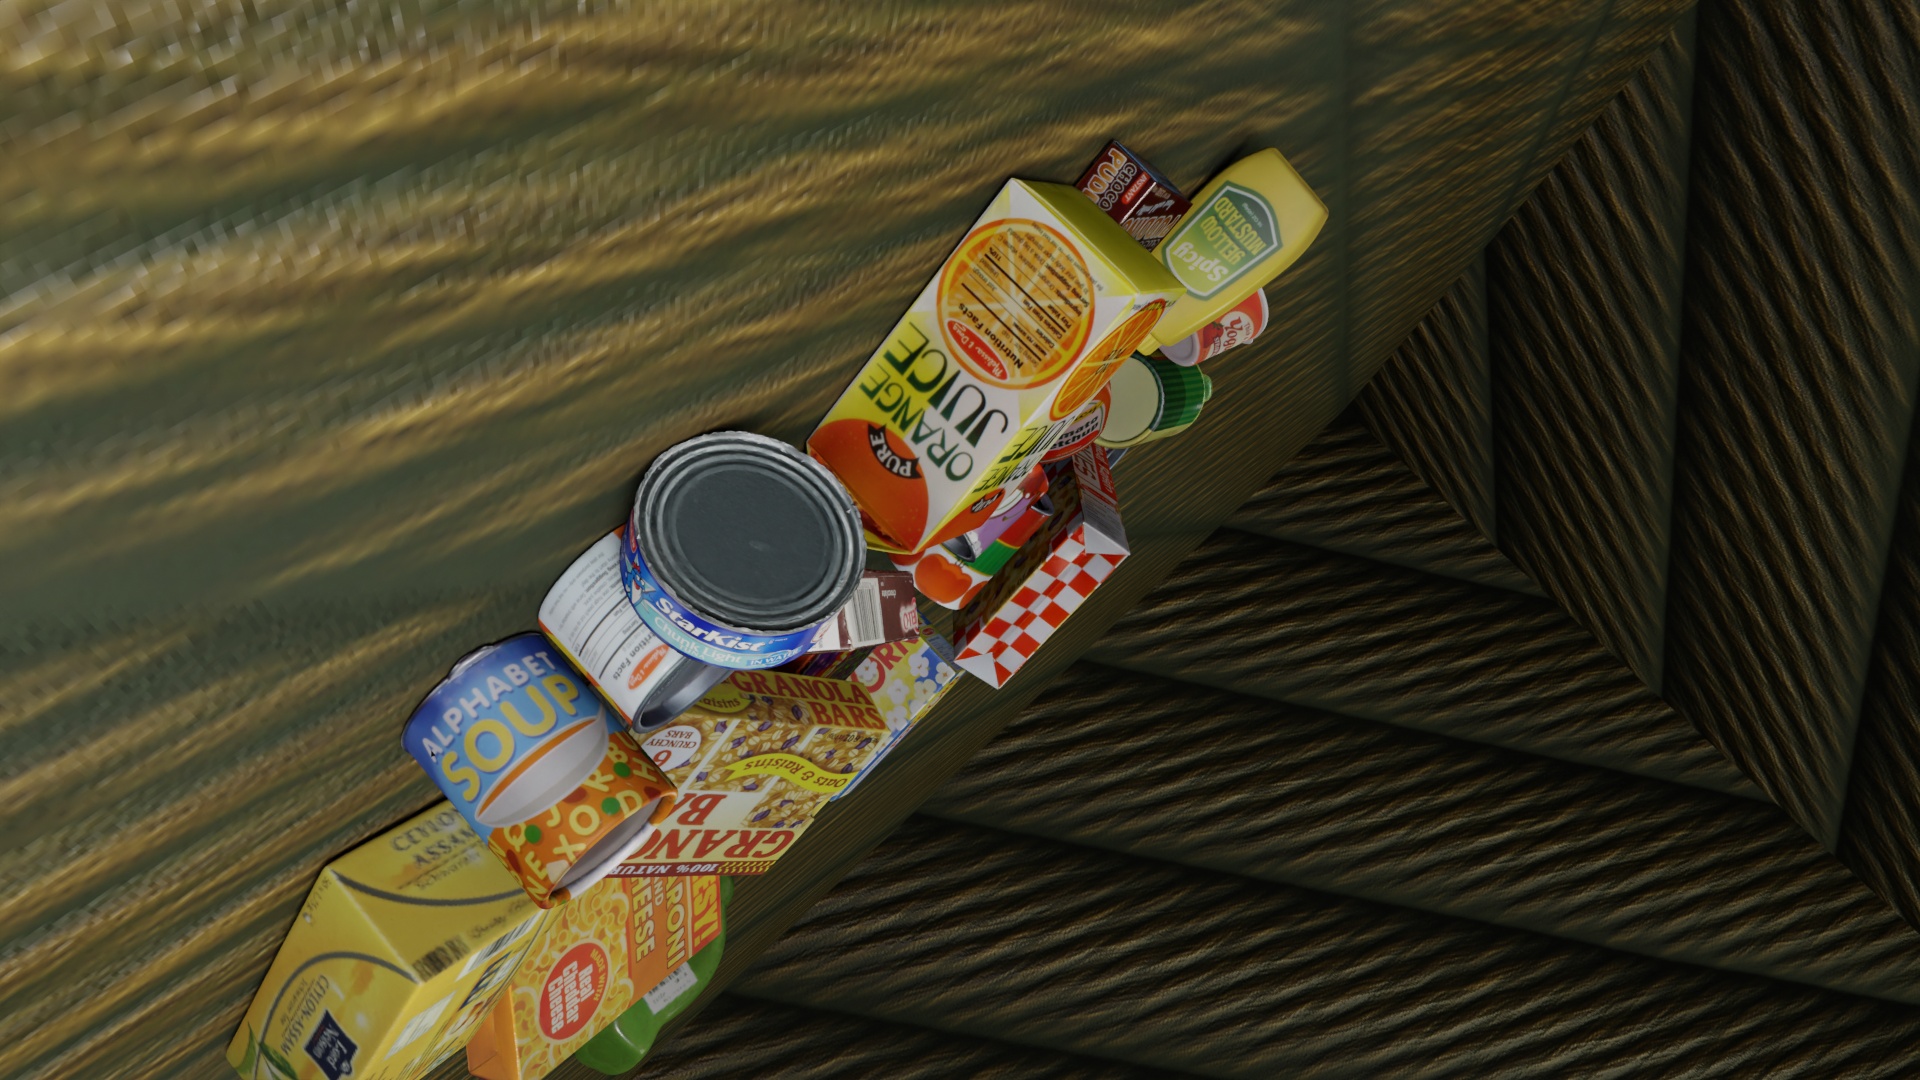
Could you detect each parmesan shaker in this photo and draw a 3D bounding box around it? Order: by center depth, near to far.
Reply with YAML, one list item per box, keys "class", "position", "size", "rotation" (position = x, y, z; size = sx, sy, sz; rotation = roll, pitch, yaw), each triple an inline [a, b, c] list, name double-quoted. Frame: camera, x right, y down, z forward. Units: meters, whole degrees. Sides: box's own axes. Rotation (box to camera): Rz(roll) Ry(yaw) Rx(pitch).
- class: "parmesan shaker"
  position: [0.123, -0.099, 0.934]
  size: [0.071, 0.071, 0.103]
  rotation: [-49, 168, 22]

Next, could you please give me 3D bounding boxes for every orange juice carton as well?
- class: "orange juice carton"
  position: [0.003, -0.061, 0.610]
  size: [0.192, 0.073, 0.072]
  rotation: [-49, 169, 24]

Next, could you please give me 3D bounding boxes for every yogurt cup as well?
- class: "yogurt cup"
  position: [0.154, -0.147, 0.887]
  size: [0.054, 0.072, 0.072]
  rotation: [-33, 166, -18]

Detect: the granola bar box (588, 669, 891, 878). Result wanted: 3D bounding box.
- class: "granola bar box"
  position: [-0.132, 0.119, 0.701]
  size: [0.165, 0.039, 0.124]
  rotation: [15, 123, -49]

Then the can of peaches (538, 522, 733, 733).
- class: "can of peaches"
  position: [-0.119, 0.032, 0.541]
  size: [0.071, 0.058, 0.071]
  rotation: [-44, 170, -10]

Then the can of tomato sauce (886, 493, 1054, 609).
- class: "can of tomato sauce"
  position: [0.003, -0.010, 0.830]
  size: [0.083, 0.071, 0.071]
  rotation: [-47, 169, 16]

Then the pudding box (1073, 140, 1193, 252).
- class: "pudding box"
  position: [0.075, -0.153, 0.649]
  size: [0.049, 0.030, 0.084]
  rotation: [-47, 169, 18]

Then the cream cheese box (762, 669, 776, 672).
- class: "cream cheese box"
  position: [-0.126, 0.090, 0.732]
  size: [0.053, 0.024, 0.104]
  rotation: [-46, 145, 15]

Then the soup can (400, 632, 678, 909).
- class: "soup can"
  position: [-0.159, 0.086, 0.527]
  size: [0.071, 0.084, 0.071]
  rotation: [-43, 169, -11]

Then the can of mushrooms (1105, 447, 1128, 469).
- class: "can of mushrooms"
  position: [0.099, -0.067, 1.067]
  size: [0.071, 0.033, 0.071]
  rotation: [-42, 169, -10]

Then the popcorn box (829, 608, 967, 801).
- class: "popcorn box"
  position: [-0.068, 0.099, 0.924]
  size: [0.126, 0.085, 0.038]
  rotation: [-47, 168, 11]

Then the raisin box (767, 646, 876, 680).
- class: "raisin box"
  position: [-0.094, 0.069, 0.835]
  size: [0.086, 0.040, 0.123]
  rotation: [-46, 169, 10]

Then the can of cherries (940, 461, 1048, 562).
- class: "can of cherries"
  position: [0.006, -0.031, 0.749]
  size: [0.058, 0.071, 0.071]
  rotation: [-42, 169, -13]

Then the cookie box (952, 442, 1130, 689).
- class: "cookie box"
  position: [0.046, 0.000, 0.891]
  size: [0.122, 0.040, 0.168]
  rotation: [-48, -160, 22]

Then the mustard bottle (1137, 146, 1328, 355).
- class: "mustard bottle"
  position: [0.132, -0.151, 0.792]
  size: [0.160, 0.065, 0.049]
  rotation: [-41, 174, 18]

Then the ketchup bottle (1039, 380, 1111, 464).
- class: "ketchup bottle"
  position: [0.056, -0.088, 0.783]
  size: [0.065, 0.043, 0.148]
  rotation: [-22, 166, -5]

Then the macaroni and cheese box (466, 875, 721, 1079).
- class: "macaroni and cheese box"
  position: [-0.199, 0.198, 0.760]
  size: [0.167, 0.040, 0.123]
  rotation: [-28, 123, -58]
